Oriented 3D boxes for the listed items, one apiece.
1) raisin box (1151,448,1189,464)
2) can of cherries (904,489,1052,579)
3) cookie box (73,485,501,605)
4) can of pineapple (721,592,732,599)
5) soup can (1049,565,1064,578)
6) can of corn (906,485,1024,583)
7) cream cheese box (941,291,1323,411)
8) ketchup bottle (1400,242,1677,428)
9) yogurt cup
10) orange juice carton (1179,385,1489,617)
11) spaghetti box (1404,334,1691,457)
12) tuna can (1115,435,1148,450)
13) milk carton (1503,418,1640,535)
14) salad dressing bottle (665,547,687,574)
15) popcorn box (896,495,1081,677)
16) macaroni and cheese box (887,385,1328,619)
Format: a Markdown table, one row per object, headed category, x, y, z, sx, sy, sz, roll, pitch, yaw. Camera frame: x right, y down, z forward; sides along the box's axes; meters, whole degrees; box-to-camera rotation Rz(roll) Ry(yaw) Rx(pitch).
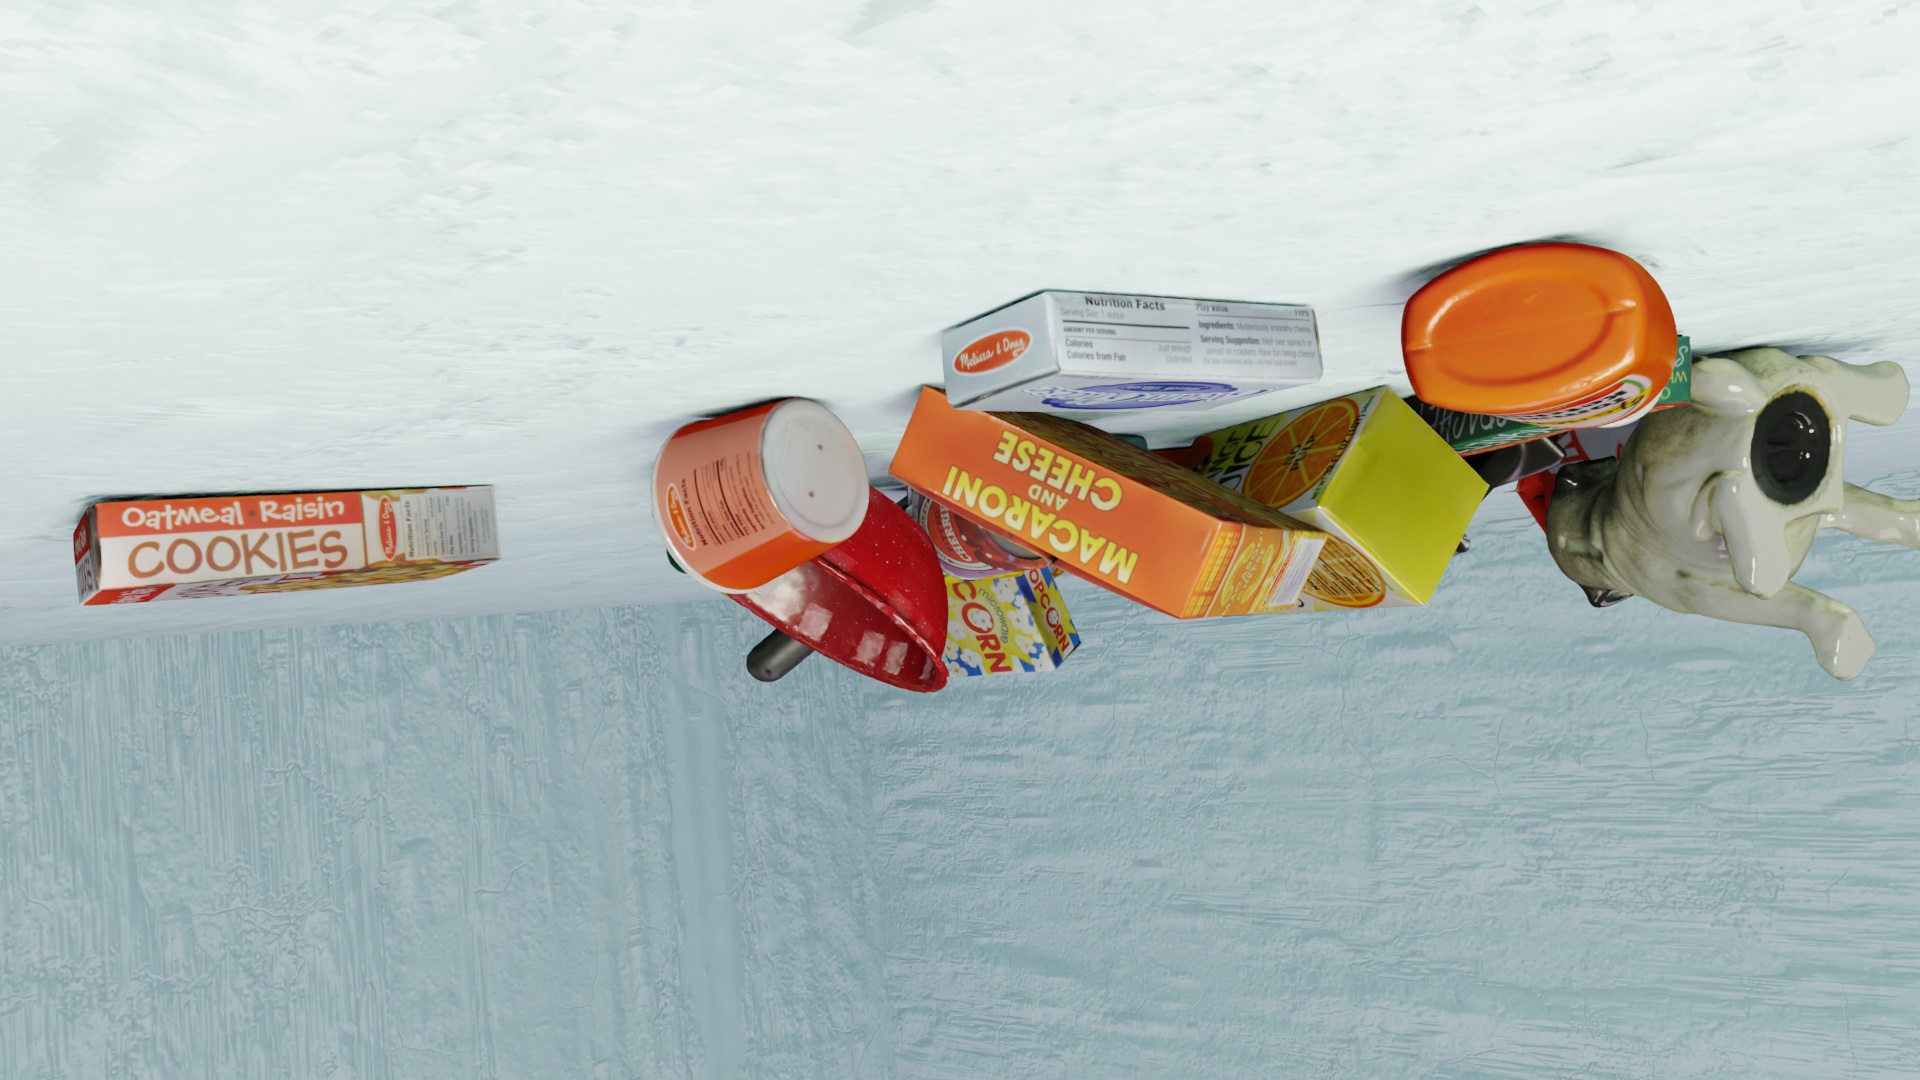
| category | x | y | z | sx | sy | sz | roll | pitch | yaw |
| --- | --- | --- | --- | --- | --- | --- | --- | --- | --- |
| raisin box | 0.092 | -0.028 | 0.849 | 0.086 | 0.040 | 0.123 | -4 | 176 | -8 |
| can of cherries | 0.016 | -0.015 | 0.677 | 0.071 | 0.071 | 0.058 | -3 | 176 | -32 |
| cookie box | -0.324 | 0.002 | 0.668 | 0.168 | 0.040 | 0.122 | -4 | 177 | -36 |
| can of pineapple | -0.113 | 0.005 | 0.827 | 0.071 | 0.071 | 0.057 | -3 | 177 | -31 |
| soup can | 0.037 | -0.001 | 0.961 | 0.071 | 0.071 | 0.084 | -8 | 177 | 35 |
| can of corn | 0.003 | -0.010 | 0.760 | 0.058 | 0.071 | 0.071 | -6 | 177 | -5 |
| cream cheese box | 0.052 | -0.054 | 0.411 | 0.104 | 0.024 | 0.053 | -3 | 177 | -34 |
| ketchup bottle | 0.185 | -0.057 | 0.422 | 0.064 | 0.043 | 0.149 | -8 | 177 | 34 |
| yogurt cup | -0.071 | -0.019 | 0.509 | 0.054 | 0.072 | 0.072 | -18 | 170 | 37 |
| orange juice carton | 0.156 | -0.011 | 0.693 | 0.073 | 0.072 | 0.192 | 40 | 160 | -16 |
| spaghetti box | 0.239 | -0.057 | 0.653 | 0.050 | 0.028 | 0.250 | -6 | 177 | -10 |
| tuna can | 0.066 | -0.034 | 0.725 | 0.071 | 0.033 | 0.071 | -6 | 177 | 0 |
| milk carton | 0.414 | -0.041 | 0.835 | 0.072 | 0.073 | 0.190 | -5 | 177 | -15 |
| salad dressing bottle | -0.146 | 0.004 | 0.978 | 0.064 | 0.044 | 0.148 | -9 | 176 | 28 |
| popcorn box | 0.014 | 0.025 | 0.894 | 0.085 | 0.126 | 0.038 | -9 | -156 | 38 |
| macaroni and cheese box | 0.065 | -0.013 | 0.547 | 0.124 | 0.040 | 0.167 | 27 | -169 | 24 |
